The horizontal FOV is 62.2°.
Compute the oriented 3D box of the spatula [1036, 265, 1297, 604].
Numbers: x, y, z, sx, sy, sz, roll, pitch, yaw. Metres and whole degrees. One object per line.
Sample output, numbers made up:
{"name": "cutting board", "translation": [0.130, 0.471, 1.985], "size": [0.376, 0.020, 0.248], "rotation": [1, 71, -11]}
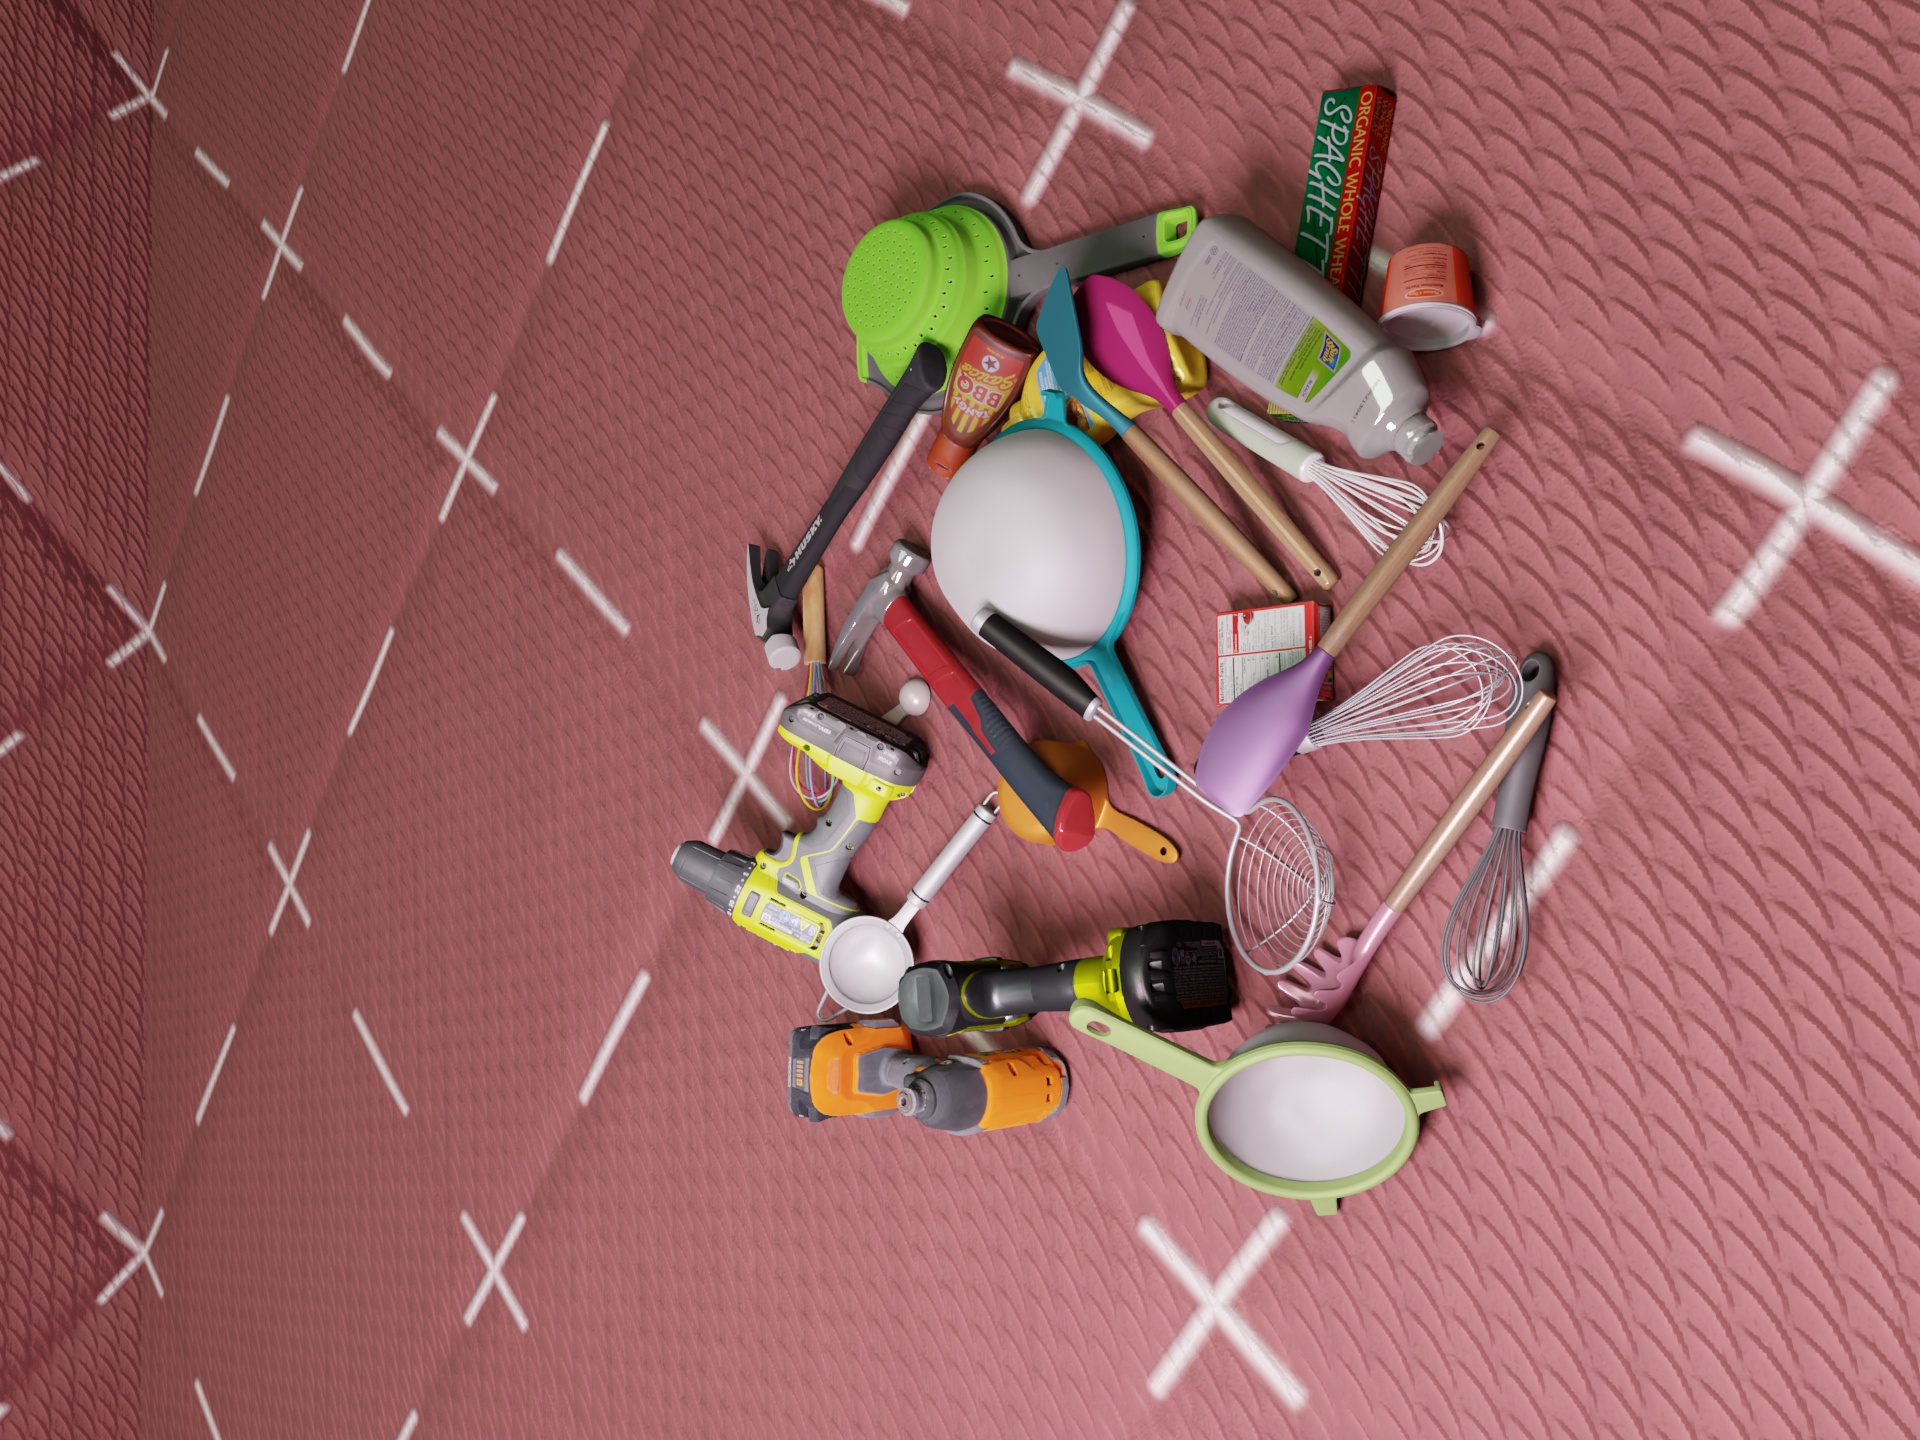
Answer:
{"name": "spatula", "translation": [0.156, -0.213, 1.234], "size": [0.317, 0.044, 0.082], "rotation": [49, 154, 10]}

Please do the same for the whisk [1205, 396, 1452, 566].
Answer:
{"name": "whisk", "translation": [0.266, -0.185, 1.178], "size": [0.247, 0.058, 0.059], "rotation": [43, 148, 41]}

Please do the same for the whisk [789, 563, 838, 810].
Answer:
{"name": "whisk", "translation": [-0.141, -0.035, 1.528], "size": [0.051, 0.047, 0.245], "rotation": [151, 120, -61]}

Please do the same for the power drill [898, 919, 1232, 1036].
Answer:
{"name": "power drill", "translation": [0.087, 0.204, 1.226], "size": [0.223, 0.171, 0.080], "rotation": [-12, 78, 32]}

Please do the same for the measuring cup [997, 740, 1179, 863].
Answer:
{"name": "measuring cup", "translation": [0.100, 0.075, 1.292], "size": [0.174, 0.052, 0.095], "rotation": [29, 105, 42]}

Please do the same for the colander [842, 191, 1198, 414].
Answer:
{"name": "colander", "translation": [0.021, -0.392, 1.388], "size": [0.397, 0.094, 0.204], "rotation": [-4, 82, 42]}

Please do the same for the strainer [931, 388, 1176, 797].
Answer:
{"name": "strainer", "translation": [0.068, -0.084, 1.287], "size": [0.211, 0.095, 0.341], "rotation": [-43, 66, 47]}

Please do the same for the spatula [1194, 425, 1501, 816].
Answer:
{"name": "spatula", "translation": [0.267, -0.070, 1.099], "size": [0.060, 0.018, 0.316], "rotation": [40, 103, 19]}

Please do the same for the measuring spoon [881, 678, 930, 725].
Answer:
{"name": "measuring spoon", "translation": [-0.074, 0.003, 1.481], "size": [0.124, 0.018, 0.034], "rotation": [-41, 60, 32]}

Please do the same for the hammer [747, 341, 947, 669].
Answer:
{"name": "hammer", "translation": [-0.109, -0.211, 1.475], "size": [0.334, 0.035, 0.146], "rotation": [-53, 41, 32]}

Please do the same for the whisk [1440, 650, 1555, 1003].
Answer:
{"name": "whisk", "translation": [0.364, 0.071, 1.063], "size": [0.055, 0.055, 0.239], "rotation": [10, 87, 42]}

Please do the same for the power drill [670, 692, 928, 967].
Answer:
{"name": "power drill", "translation": [-0.146, 0.094, 1.452], "size": [0.190, 0.080, 0.228], "rotation": [26, 103, 5]}

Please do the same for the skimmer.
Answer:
{"name": "skimmer", "translation": [0.130, 0.039, 1.191], "size": [0.363, 0.090, 0.127], "rotation": [39, 135, 17]}

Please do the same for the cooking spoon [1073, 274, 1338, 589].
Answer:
{"name": "cooking spoon", "translation": [0.184, -0.222, 1.224], "size": [0.319, 0.017, 0.068], "rotation": [53, 126, 16]}

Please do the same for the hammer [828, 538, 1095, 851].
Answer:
{"name": "hammer", "translation": [-0.002, -0.004, 1.353], "size": [0.143, 0.038, 0.387], "rotation": [-58, 41, 19]}

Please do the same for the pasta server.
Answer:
{"name": "pasta server", "translation": [0.304, 0.103, 1.086], "size": [0.040, 0.060, 0.316], "rotation": [27, 118, -1]}

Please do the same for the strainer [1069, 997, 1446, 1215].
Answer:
{"name": "strainer", "translation": [0.194, 0.238, 1.109], "size": [0.151, 0.256, 0.069], "rotation": [-60, 7, 34]}

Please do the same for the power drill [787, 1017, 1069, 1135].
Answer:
{"name": "power drill", "translation": [-0.045, 0.300, 1.326], "size": [0.226, 0.164, 0.084], "rotation": [-4, 83, 44]}

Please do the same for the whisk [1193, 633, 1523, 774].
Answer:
{"name": "whisk", "translation": [0.273, 0.004, 1.136], "size": [0.284, 0.070, 0.070], "rotation": [-24, 70, 48]}

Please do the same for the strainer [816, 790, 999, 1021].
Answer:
{"name": "strainer", "translation": [-0.041, 0.164, 1.405], "size": [0.087, 0.050, 0.258], "rotation": [40, 100, 10]}
